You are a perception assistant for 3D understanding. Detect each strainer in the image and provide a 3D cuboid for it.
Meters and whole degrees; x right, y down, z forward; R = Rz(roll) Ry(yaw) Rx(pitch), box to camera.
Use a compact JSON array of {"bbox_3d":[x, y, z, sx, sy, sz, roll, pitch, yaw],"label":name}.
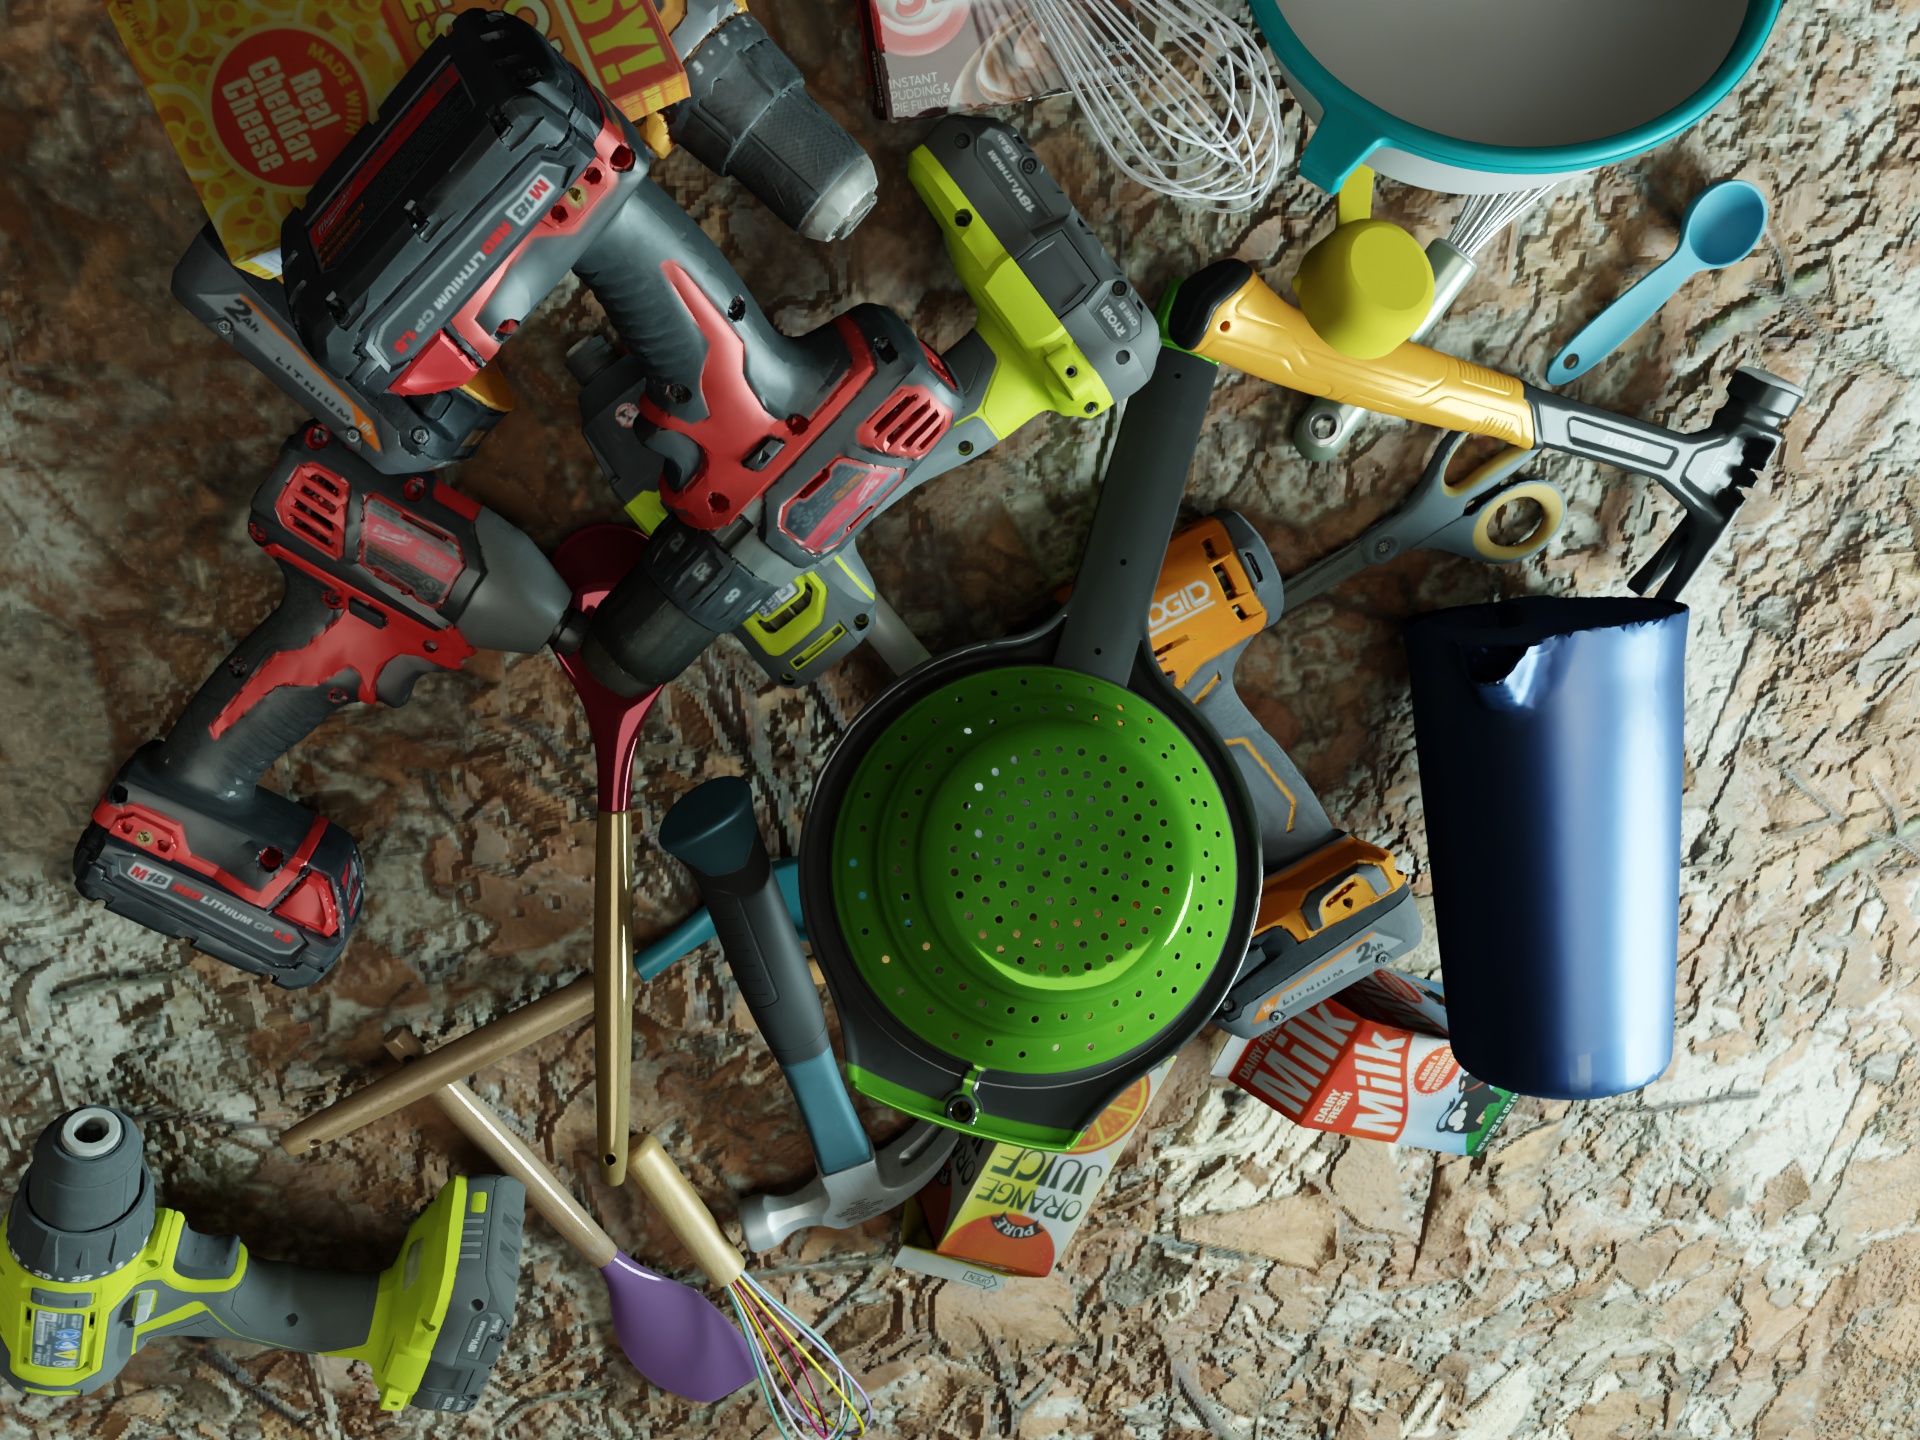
[{"bbox_3d":[-0.001,-0.002,0.777,0.087,0.050,0.258,-46,112,-15],"label":"strainer"},{"bbox_3d":[0.276,-0.303,0.656,0.340,0.095,0.211,-7,75,-2],"label":"strainer"}]

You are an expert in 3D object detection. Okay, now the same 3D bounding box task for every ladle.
[{"bbox_3d":[-0.160,0.066,0.737,0.069,0.031,0.315,3,99,3],"label":"ladle"}]

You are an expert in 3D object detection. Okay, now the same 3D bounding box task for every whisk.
[{"bbox_3d":[0.236,-0.225,0.744,0.058,0.059,0.246,39,106,11],"label":"whisk"},{"bbox_3d":[-0.122,0.323,0.887,0.051,0.047,0.244,-34,113,-12],"label":"whisk"},{"bbox_3d":[0.019,-0.301,0.594,0.070,0.070,0.284,-41,88,5],"label":"whisk"}]

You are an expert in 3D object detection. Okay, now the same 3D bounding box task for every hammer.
[{"bbox_3d":[-0.082,0.152,0.774,0.128,0.033,0.330,-17,133,-5],"label":"hammer"},{"bbox_3d":[0.244,-0.143,0.753,0.336,0.034,0.127,11,117,-23],"label":"hammer"}]

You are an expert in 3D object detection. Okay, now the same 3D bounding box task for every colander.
[{"bbox_3d":[0.058,-0.018,0.672,0.204,0.094,0.397,17,81,-3],"label":"colander"}]

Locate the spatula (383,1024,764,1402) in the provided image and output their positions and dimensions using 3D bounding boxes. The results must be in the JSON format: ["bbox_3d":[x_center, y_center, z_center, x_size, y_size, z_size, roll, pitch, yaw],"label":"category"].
[{"bbox_3d":[-0.207,0.273,0.853,0.060,0.018,0.315,-30,118,2],"label":"spatula"}]

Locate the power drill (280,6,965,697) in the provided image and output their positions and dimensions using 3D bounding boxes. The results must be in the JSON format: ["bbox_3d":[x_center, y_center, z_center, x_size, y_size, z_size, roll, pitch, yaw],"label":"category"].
[{"bbox_3d":[-0.125,-0.111,0.570,0.188,0.080,0.226,-43,138,13],"label":"power drill"}]

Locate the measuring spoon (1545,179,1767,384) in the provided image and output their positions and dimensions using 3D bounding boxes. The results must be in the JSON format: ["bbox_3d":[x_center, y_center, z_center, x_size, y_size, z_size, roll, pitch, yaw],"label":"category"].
[{"bbox_3d":[0.340,-0.217,0.792,0.128,0.021,0.042,-43,118,16],"label":"measuring spoon"}]

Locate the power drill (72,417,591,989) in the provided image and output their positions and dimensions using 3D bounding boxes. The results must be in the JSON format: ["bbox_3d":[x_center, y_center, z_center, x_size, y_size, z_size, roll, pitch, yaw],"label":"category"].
[{"bbox_3d":[-0.266,-0.004,0.684,0.143,0.079,0.219,30,99,-19],"label":"power drill"}]

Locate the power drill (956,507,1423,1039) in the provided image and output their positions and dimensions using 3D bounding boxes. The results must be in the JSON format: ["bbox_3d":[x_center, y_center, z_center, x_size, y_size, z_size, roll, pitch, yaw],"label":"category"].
[{"bbox_3d":[0.107,0.033,0.765,0.164,0.084,0.226,-27,95,-8],"label":"power drill"}]

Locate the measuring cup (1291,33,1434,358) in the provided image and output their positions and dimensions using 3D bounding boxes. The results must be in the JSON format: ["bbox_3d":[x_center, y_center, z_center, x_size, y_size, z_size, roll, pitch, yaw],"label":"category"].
[{"bbox_3d":[0.177,-0.233,0.686,0.062,0.029,0.157,8,77,-19],"label":"measuring cup"}]

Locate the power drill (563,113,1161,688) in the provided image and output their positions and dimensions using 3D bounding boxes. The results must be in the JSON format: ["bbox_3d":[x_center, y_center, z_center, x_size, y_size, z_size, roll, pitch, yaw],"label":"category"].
[{"bbox_3d":[-0.043,-0.144,0.679,0.223,0.080,0.171,-38,102,6],"label":"power drill"}]

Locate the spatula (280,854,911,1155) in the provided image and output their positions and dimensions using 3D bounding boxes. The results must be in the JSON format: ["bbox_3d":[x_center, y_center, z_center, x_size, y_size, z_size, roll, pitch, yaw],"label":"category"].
[{"bbox_3d":[-0.179,0.140,0.779,0.317,0.044,0.082,-26,137,-8],"label":"spatula"}]

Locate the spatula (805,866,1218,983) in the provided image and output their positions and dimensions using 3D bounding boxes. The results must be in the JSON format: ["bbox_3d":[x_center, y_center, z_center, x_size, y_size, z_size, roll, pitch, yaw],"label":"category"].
[{"bbox_3d":[0.059,0.110,0.827,0.322,0.041,0.081,-8,132,-19],"label":"spatula"}]

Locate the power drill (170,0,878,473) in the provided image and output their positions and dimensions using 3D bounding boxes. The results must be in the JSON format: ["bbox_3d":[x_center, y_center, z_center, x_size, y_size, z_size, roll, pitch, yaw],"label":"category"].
[{"bbox_3d":[-0.160,-0.196,0.611,0.185,0.084,0.226,41,96,-9],"label":"power drill"}]

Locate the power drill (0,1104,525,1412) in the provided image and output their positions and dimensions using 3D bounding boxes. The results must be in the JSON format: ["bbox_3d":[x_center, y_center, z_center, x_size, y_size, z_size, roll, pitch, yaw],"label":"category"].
[{"bbox_3d":[-0.332,0.258,0.758,0.228,0.080,0.190,13,129,-20],"label":"power drill"}]
